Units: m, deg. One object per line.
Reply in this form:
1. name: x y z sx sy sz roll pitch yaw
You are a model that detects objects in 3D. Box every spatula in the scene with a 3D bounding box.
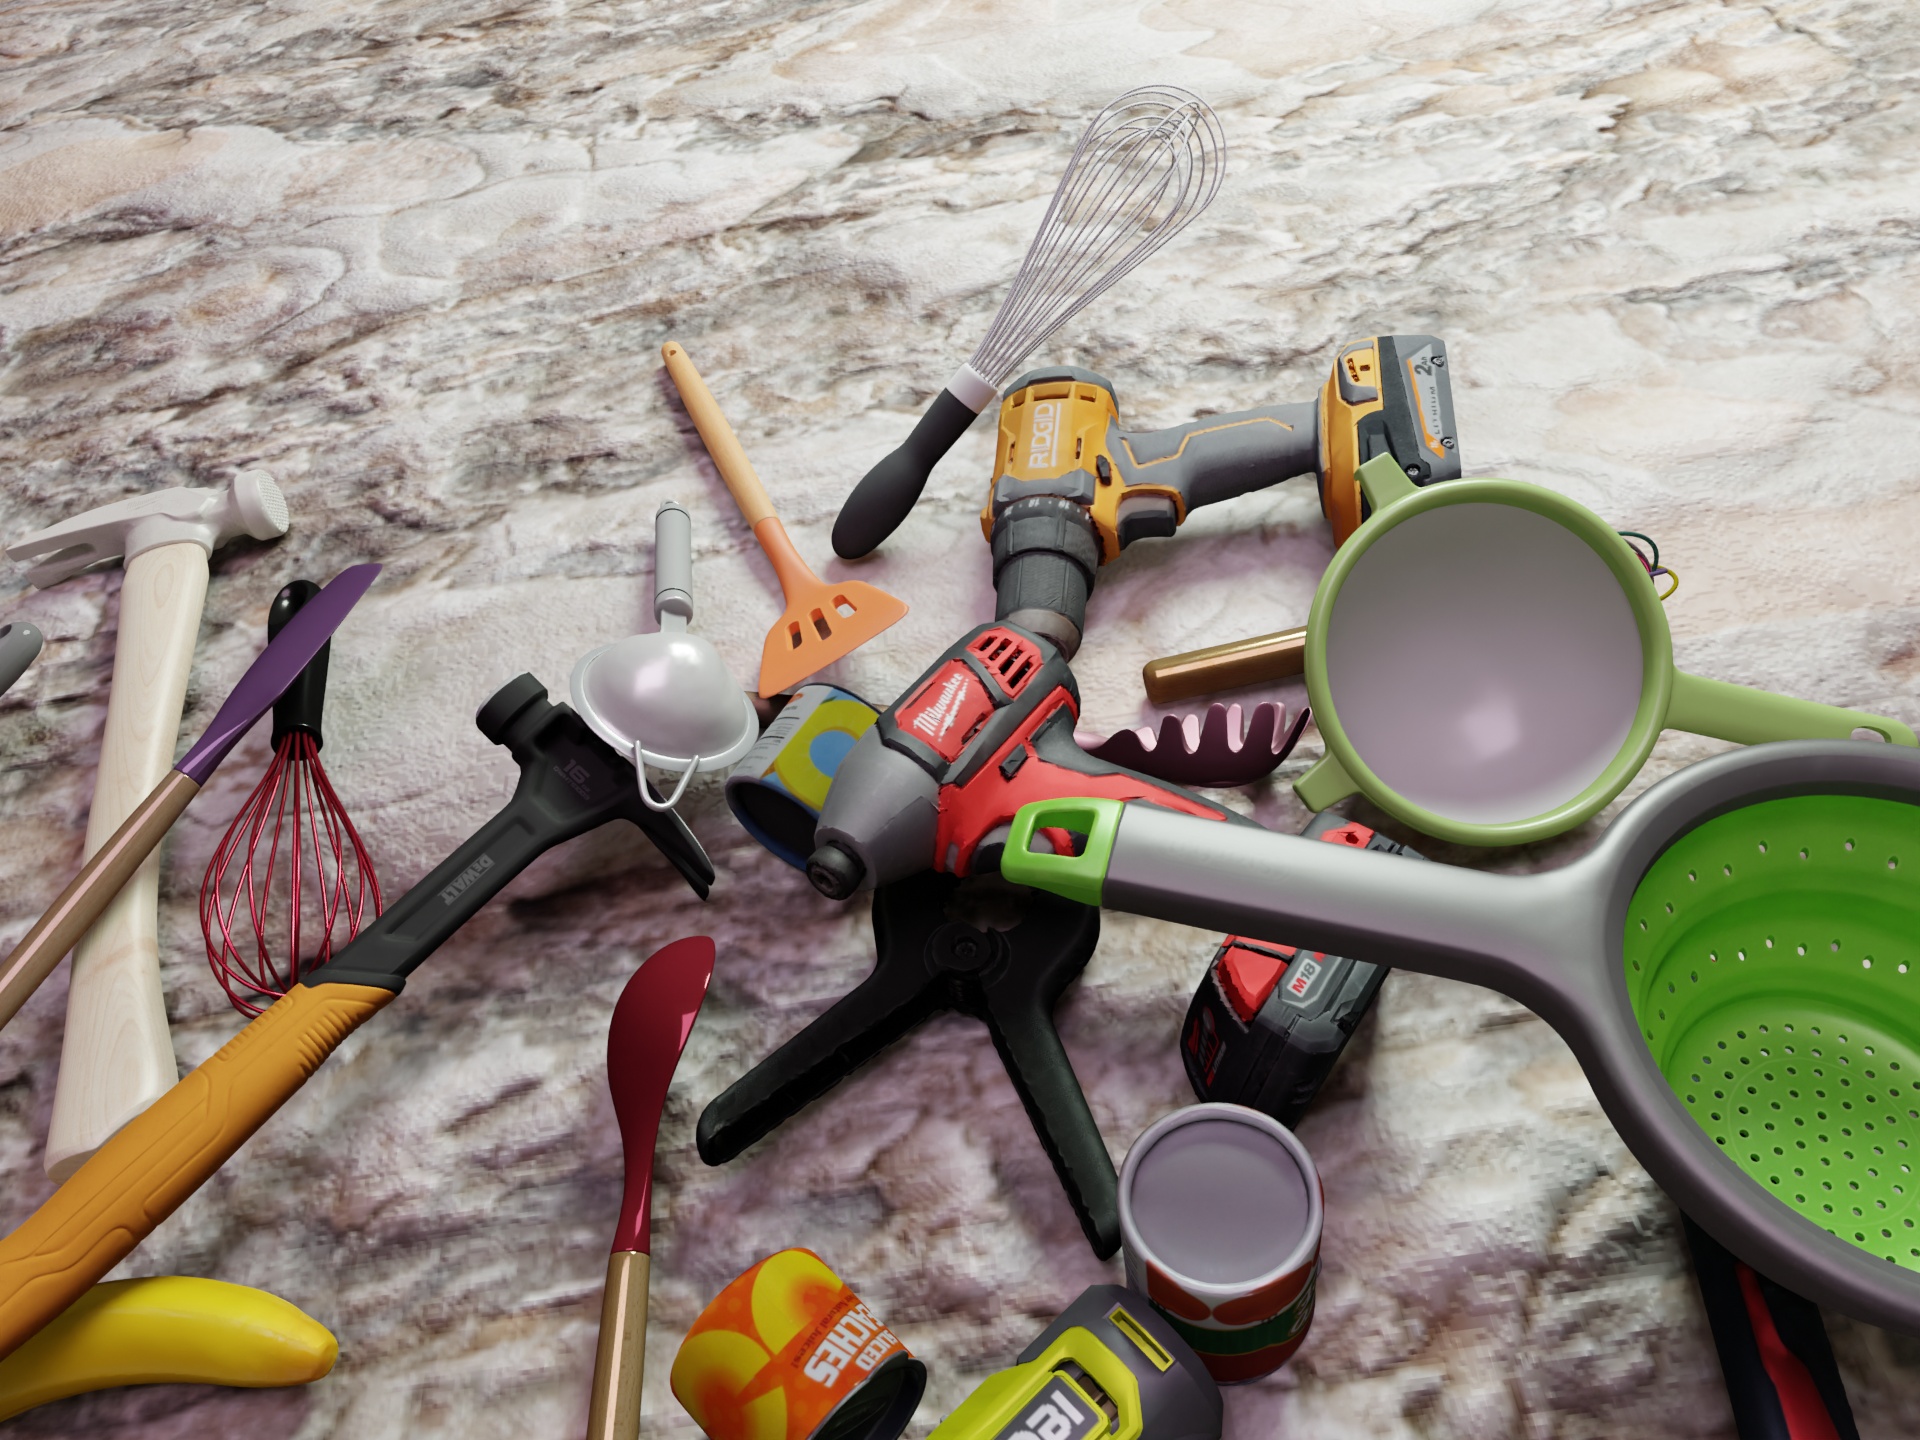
1. spatula: -0.363 0.046 0.708 0.060 0.018 0.316 1 51 43
2. spatula: -0.113 -0.122 0.845 0.081 0.041 0.323 -31 50 0

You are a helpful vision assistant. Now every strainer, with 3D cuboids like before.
1. strainer: 0.265 -0.012 0.675 0.256 0.069 0.151 12 85 -2
2. strainer: -0.138 -0.051 0.762 0.086 0.050 0.259 15 29 -19

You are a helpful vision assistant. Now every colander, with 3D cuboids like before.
1. colander: 0.208 0.096 0.516 0.397 0.094 0.205 10 50 12

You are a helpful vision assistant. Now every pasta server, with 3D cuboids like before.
1. pasta server: -0.001 -0.002 0.729 0.316 0.060 0.040 6 92 17

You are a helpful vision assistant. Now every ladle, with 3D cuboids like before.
1. ladle: -0.119 0.217 0.563 0.031 0.069 0.316 20 50 -27

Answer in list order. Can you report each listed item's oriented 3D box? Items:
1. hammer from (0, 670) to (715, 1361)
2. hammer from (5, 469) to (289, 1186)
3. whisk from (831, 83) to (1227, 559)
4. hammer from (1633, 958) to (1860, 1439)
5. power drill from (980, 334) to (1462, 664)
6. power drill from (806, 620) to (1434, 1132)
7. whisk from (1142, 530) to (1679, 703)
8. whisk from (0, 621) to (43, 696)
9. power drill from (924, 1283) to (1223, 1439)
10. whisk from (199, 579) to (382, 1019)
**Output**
1. hammer: -0.249 0.126 0.617 0.127 0.034 0.337 43 61 4
2. hammer: -0.408 0.033 0.767 0.146 0.038 0.411 -16 50 -2
3. whisk: 0.027 -0.190 0.792 0.284 0.070 0.070 -50 52 14
4. hammer: 0.245 0.242 0.484 0.143 0.038 0.387 -5 50 8
5. power drill: 0.121 -0.102 0.767 0.226 0.084 0.186 -3 50 13
6. power drill: 0.054 0.058 0.611 0.220 0.078 0.143 31 52 19
7. whisk: 0.205 -0.042 0.726 0.245 0.051 0.047 -12 55 3
8. whisk: -0.539 0.038 0.762 0.055 0.055 0.239 29 67 29
9. power drill: 0.051 0.299 0.444 0.190 0.080 0.229 -38 52 -21
10. whisk: -0.313 0.023 0.748 0.073 0.073 0.296 -18 44 -6
